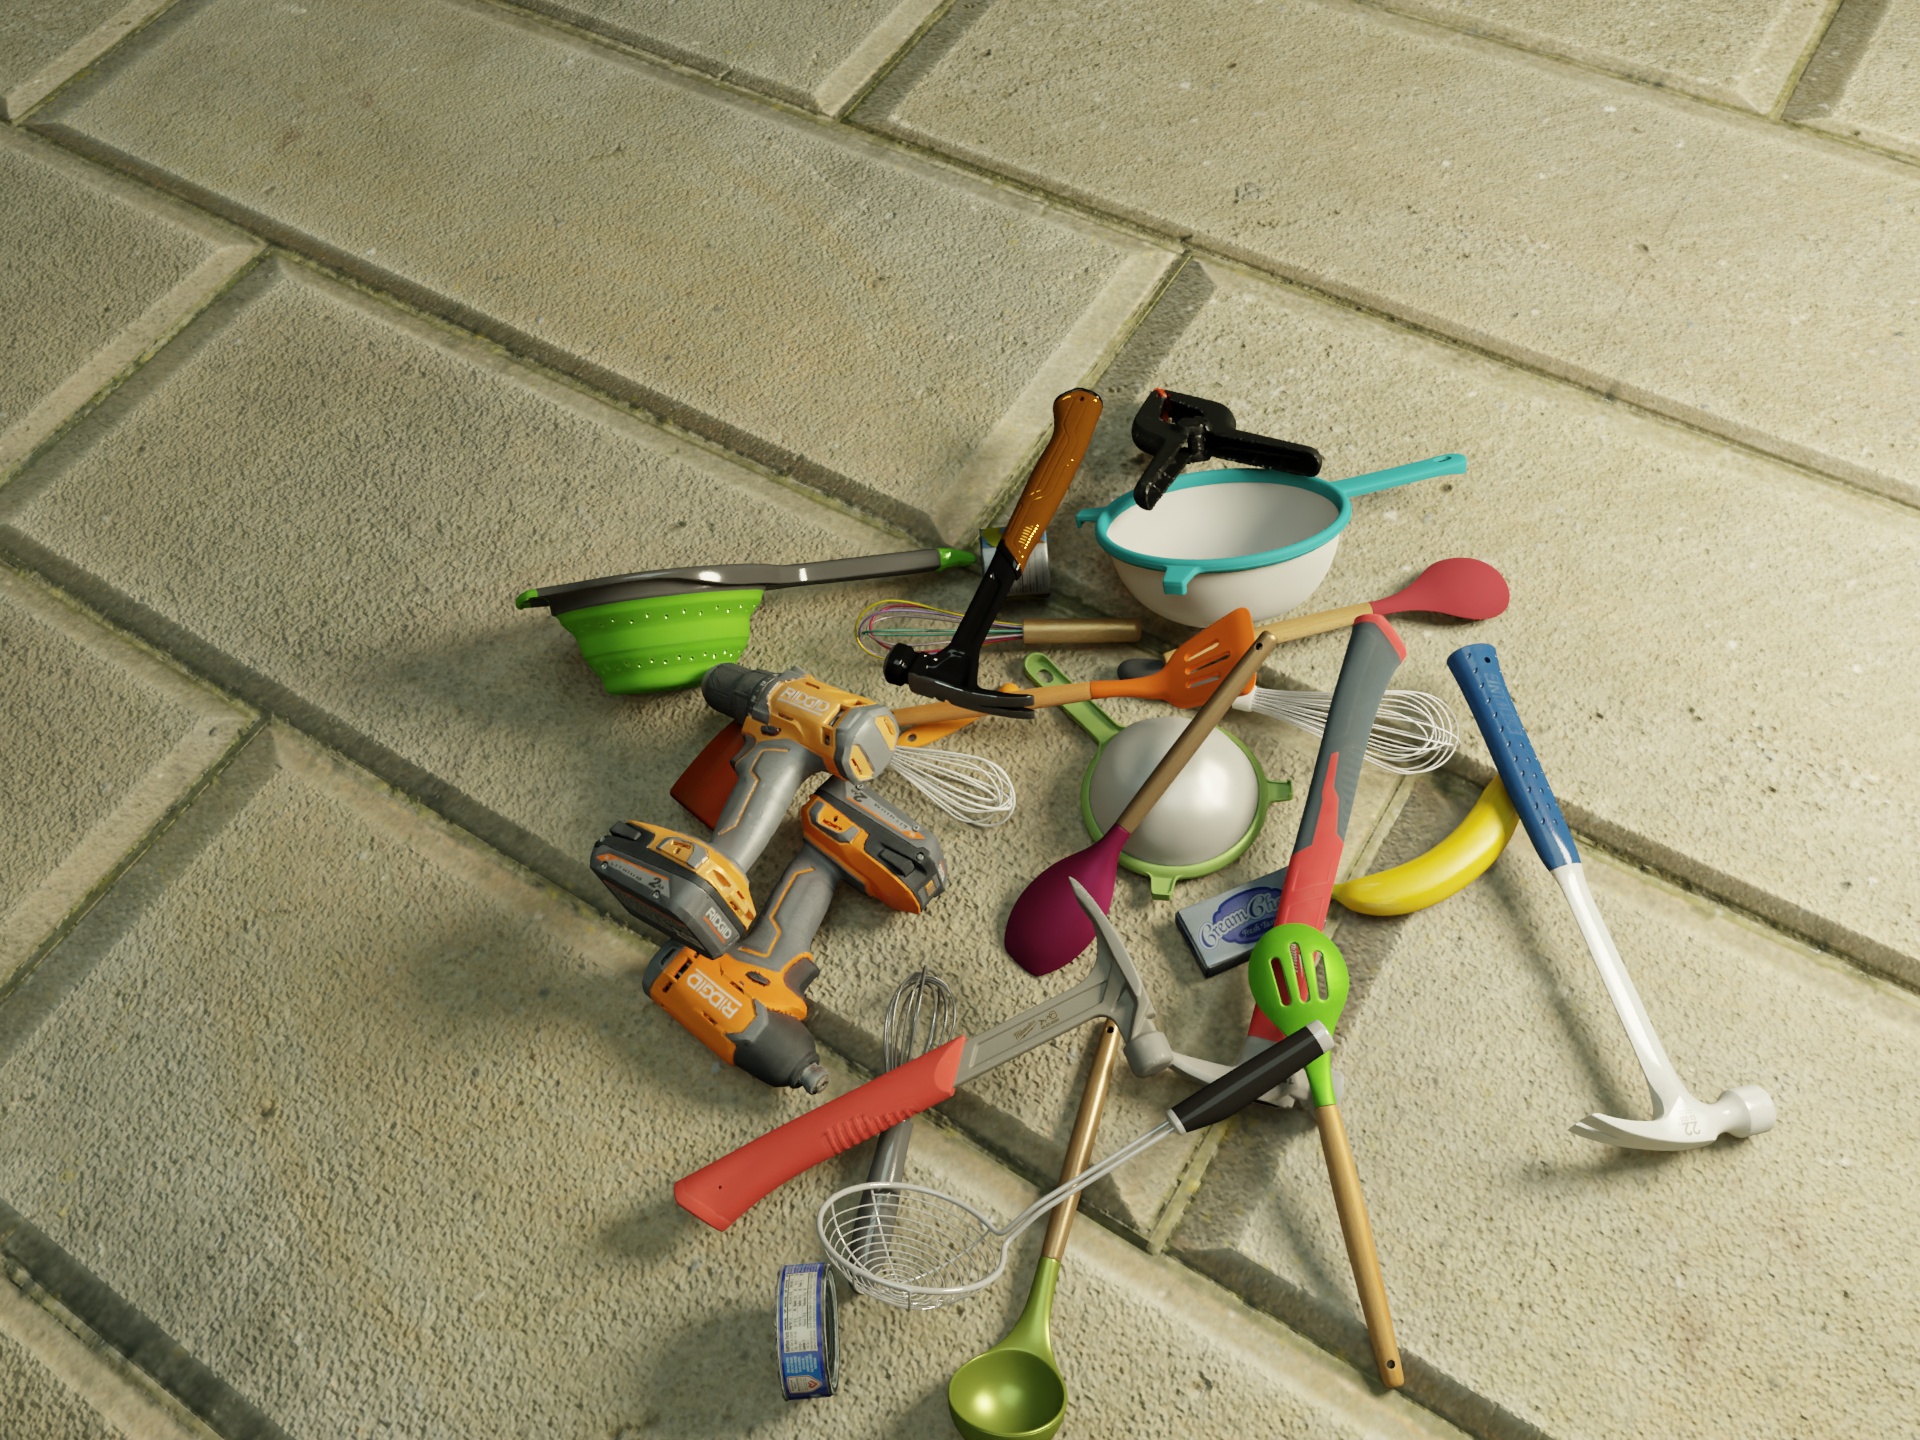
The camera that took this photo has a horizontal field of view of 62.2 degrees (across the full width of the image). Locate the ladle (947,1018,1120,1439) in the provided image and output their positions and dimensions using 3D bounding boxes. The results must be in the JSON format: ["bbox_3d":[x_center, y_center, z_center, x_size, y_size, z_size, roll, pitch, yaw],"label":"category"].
[{"bbox_3d":[0.067,0.344,1.102,0.078,0.062,0.320,8,57,19],"label":"ladle"}]

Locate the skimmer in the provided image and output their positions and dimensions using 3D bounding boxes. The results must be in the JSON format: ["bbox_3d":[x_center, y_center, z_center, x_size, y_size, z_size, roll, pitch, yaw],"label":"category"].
[{"bbox_3d":[0.081,0.280,1.066,0.363,0.090,0.127,-30,20,-4],"label":"skimmer"}]

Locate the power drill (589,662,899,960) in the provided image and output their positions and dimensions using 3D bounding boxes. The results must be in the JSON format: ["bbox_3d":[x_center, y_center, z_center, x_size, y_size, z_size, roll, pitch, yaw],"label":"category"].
[{"bbox_3d":[-0.179,0.052,1.212,0.185,0.084,0.226,21,62,36],"label":"power drill"}]

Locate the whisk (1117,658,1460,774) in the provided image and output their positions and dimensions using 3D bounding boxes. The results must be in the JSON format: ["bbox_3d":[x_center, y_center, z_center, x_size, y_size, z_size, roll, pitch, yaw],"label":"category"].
[{"bbox_3d":[0.265,-0.012,1.304,0.285,0.070,0.070,13,61,19],"label":"whisk"}]

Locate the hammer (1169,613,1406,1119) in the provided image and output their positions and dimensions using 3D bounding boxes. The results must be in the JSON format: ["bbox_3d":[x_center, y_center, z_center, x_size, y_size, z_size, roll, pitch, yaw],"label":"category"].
[{"bbox_3d":[0.254,0.093,1.198,0.143,0.038,0.386,15,73,9],"label":"hammer"}]

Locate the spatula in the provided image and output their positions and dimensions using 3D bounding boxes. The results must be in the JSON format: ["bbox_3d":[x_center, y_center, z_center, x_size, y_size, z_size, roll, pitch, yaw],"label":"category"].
[{"bbox_3d":[0.080,-0.026,1.285,0.322,0.041,0.081,-8,57,17],"label":"spatula"}]

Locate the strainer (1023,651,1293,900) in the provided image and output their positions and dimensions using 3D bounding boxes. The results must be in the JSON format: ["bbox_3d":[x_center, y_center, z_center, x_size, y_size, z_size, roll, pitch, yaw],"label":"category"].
[{"bbox_3d":[0.136,0.013,1.287,0.151,0.069,0.257,-36,60,-15],"label":"strainer"}]

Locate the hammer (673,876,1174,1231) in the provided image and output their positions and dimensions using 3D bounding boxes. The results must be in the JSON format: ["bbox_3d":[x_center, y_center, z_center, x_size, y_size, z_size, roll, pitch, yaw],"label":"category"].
[{"bbox_3d":[-0.039,0.251,1.123,0.359,0.036,0.149,-27,63,1],"label":"hammer"}]

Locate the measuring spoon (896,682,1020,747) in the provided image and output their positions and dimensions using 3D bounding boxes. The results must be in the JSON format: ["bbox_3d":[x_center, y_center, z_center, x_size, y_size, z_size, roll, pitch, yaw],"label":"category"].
[{"bbox_3d":[-0.002,-0.004,1.346,0.117,0.011,0.021,-25,60,-10],"label":"measuring spoon"}]

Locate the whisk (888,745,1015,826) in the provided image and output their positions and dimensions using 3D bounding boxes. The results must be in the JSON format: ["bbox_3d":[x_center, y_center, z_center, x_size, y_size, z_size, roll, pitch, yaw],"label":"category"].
[{"bbox_3d":[-0.064,0.027,1.317,0.246,0.059,0.058,22,26,22],"label":"whisk"}]

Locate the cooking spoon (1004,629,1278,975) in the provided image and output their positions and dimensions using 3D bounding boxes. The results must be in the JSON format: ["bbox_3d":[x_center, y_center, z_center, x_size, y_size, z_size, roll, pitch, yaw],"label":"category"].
[{"bbox_3d":[0.139,0.061,1.213,0.069,0.017,0.319,40,96,26],"label":"cooking spoon"}]

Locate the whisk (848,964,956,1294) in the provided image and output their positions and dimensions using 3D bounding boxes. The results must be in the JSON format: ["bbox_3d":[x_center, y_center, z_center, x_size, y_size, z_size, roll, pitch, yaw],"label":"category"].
[{"bbox_3d":[-0.047,0.292,1.153,0.055,0.055,0.239,8,64,10],"label":"whisk"}]

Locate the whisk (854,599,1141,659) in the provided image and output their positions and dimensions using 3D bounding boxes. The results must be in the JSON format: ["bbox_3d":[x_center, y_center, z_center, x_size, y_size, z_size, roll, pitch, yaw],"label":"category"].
[{"bbox_3d":[0.031,-0.079,1.355,0.245,0.051,0.047,-1,76,2],"label":"whisk"}]

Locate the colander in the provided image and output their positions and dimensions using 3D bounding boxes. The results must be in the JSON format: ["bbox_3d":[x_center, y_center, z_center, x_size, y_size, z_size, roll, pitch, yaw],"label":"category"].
[{"bbox_3d":[-0.172,-0.084,1.362,0.397,0.204,0.094,-8,92,-18],"label":"colander"}]

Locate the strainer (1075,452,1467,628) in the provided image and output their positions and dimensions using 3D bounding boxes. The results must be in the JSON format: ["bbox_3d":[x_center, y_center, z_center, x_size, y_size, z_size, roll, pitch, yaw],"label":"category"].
[{"bbox_3d":[0.282,-0.150,1.356,0.340,0.095,0.211,-15,28,-14],"label":"strainer"}]

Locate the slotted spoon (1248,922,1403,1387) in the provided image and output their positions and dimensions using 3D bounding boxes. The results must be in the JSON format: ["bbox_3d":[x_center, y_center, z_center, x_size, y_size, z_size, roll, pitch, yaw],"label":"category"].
[{"bbox_3d":[0.260,0.291,1.095,0.070,0.031,0.314,-11,72,4],"label":"slotted spoon"}]

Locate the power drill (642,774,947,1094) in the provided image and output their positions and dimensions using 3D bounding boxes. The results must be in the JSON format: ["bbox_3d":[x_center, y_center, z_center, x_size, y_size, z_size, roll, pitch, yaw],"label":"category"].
[{"bbox_3d":[-0.111,0.167,1.214,0.164,0.084,0.226,35,72,23],"label":"power drill"}]

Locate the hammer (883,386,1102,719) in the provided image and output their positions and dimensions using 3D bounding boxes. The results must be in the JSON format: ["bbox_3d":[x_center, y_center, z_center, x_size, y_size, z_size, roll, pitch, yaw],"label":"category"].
[{"bbox_3d":[0.057,-0.151,1.338,0.127,0.034,0.337,17,61,15],"label":"hammer"}]

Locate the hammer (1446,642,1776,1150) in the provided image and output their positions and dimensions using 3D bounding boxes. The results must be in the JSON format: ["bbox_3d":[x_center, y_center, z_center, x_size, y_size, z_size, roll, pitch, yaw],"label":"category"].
[{"bbox_3d":[0.449,0.120,1.181,0.144,0.035,0.406,-6,60,-16],"label":"hammer"}]

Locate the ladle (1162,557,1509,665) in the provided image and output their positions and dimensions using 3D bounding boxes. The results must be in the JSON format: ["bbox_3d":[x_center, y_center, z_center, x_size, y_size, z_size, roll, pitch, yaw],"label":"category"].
[{"bbox_3d":[0.319,-0.087,1.338,0.315,0.031,0.069,-14,55,-8],"label":"ladle"}]
